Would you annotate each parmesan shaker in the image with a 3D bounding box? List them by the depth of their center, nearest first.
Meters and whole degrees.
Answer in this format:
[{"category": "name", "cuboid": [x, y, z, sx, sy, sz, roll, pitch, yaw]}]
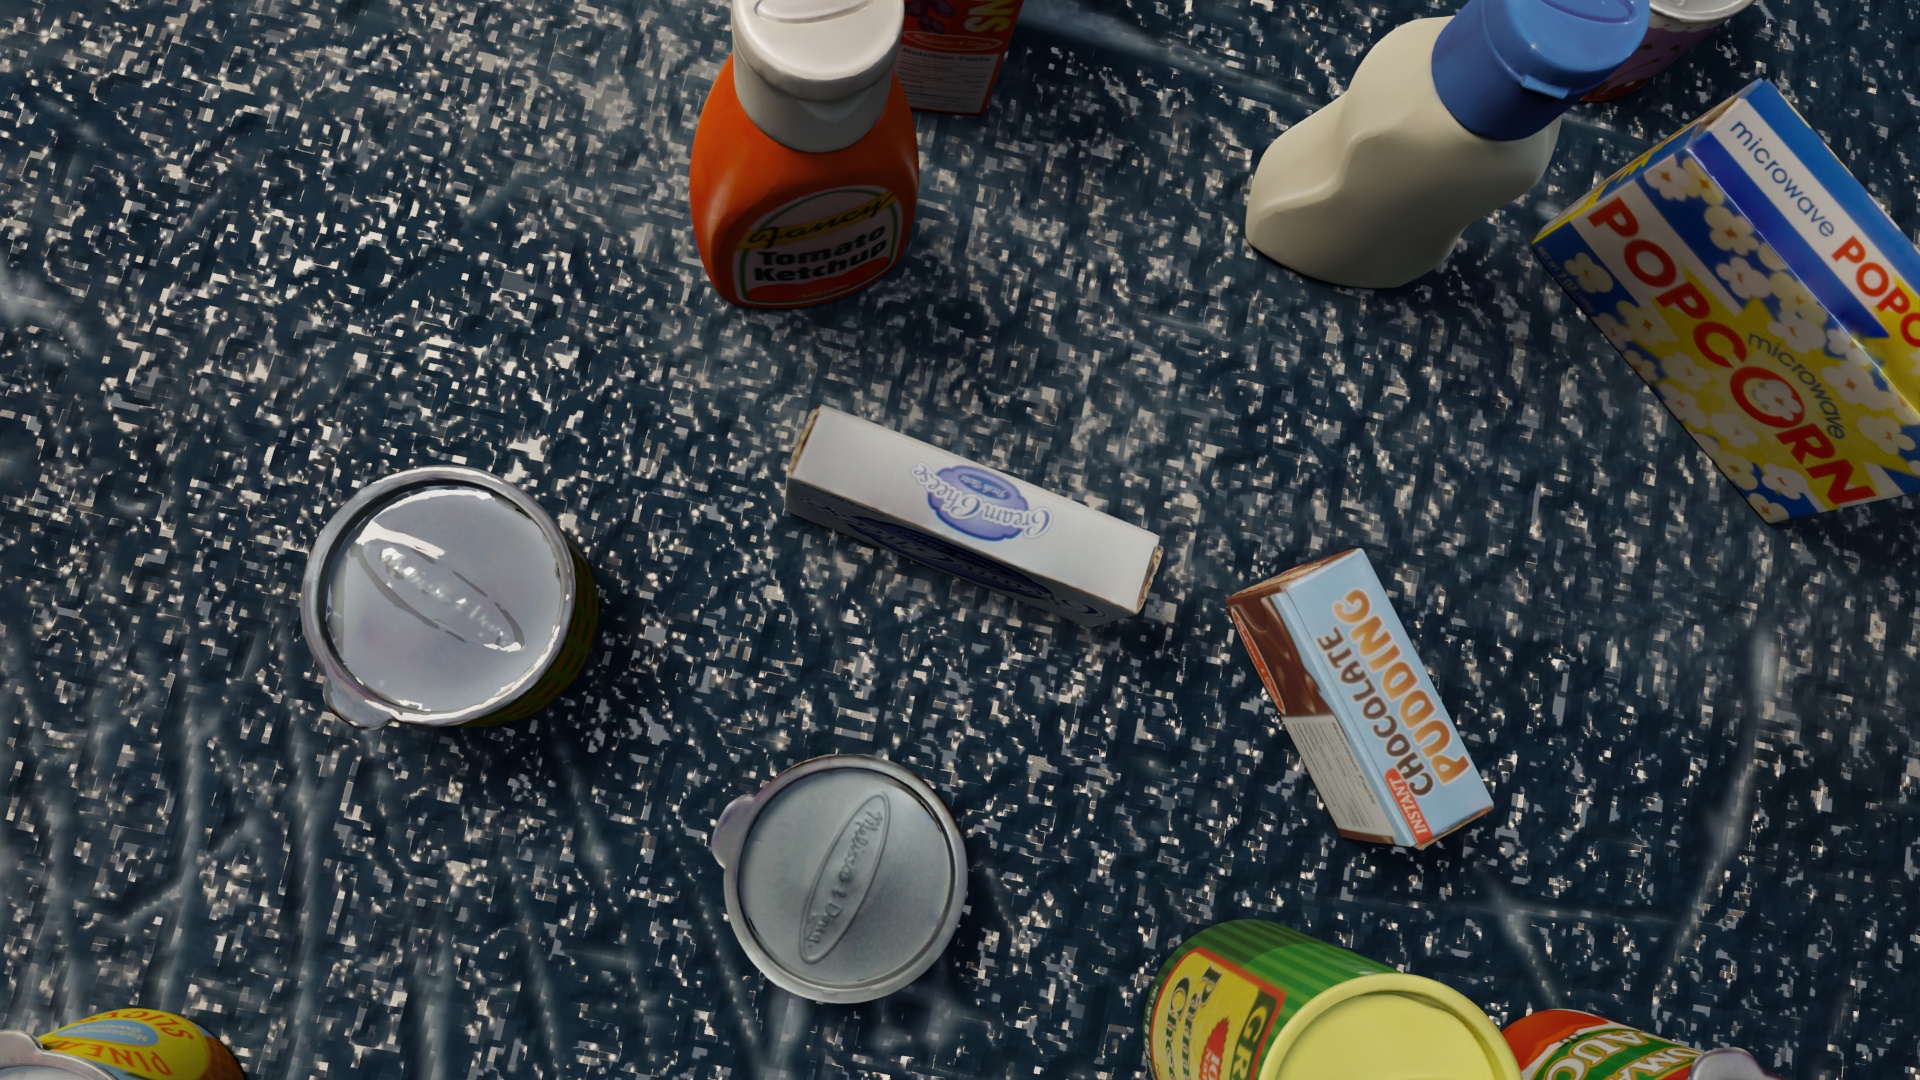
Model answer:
[{"category": "parmesan shaker", "cuboid": [0.092, 0.142, 0.365, 0.071, 0.103, 0.071, 1, 82, -8]}]

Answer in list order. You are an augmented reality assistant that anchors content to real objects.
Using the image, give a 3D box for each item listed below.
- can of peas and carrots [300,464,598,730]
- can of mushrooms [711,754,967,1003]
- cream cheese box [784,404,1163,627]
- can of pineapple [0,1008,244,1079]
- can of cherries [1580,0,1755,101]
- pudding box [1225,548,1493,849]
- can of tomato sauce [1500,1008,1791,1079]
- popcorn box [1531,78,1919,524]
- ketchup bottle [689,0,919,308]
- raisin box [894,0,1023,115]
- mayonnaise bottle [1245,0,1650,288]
[{"category": "can of peas and carrots", "cuboid": [-0.135, 0.019, 0.375, 0.071, 0.058, 0.071, 1, 81, -8]}, {"category": "can of mushrooms", "cuboid": [-0.035, 0.092, 0.390, 0.071, 0.033, 0.071, 1, 81, -8]}, {"category": "cream cheese box", "cuboid": [0.001, -0.005, 0.400, 0.104, 0.053, 0.024, 21, 80, -4]}, {"category": "can of pineapple", "cuboid": [-0.219, 0.152, 0.343, 0.071, 0.057, 0.071, 1, 81, -8]}, {"category": "can of cherries", "cuboid": [0.217, -0.188, 0.456, 0.071, 0.058, 0.071, 1, 81, -8]}, {"category": "pudding box", "cuboid": [0.115, 0.047, 0.410, 0.030, 0.049, 0.083, -26, 86, -11]}, {"category": "can of tomato sauce", "cuboid": [0.189, 0.169, 0.384, 0.071, 0.083, 0.071, 1, 81, -8]}, {"category": "popcorn box", "cuboid": [0.249, -0.069, 0.429, 0.038, 0.085, 0.126, -40, 88, -11]}, {"category": "ketchup bottle", "cuboid": [-0.040, -0.103, 0.361, 0.065, 0.148, 0.043, -15, 84, -10]}, {"category": "raisin box", "cuboid": [0.000, -0.187, 0.393, 0.040, 0.123, 0.086, 4, 81, -7]}, {"category": "mayonnaise bottle", "cuboid": [0.131, -0.113, 0.387, 0.065, 0.148, 0.041, 15, 80, -5]}]
